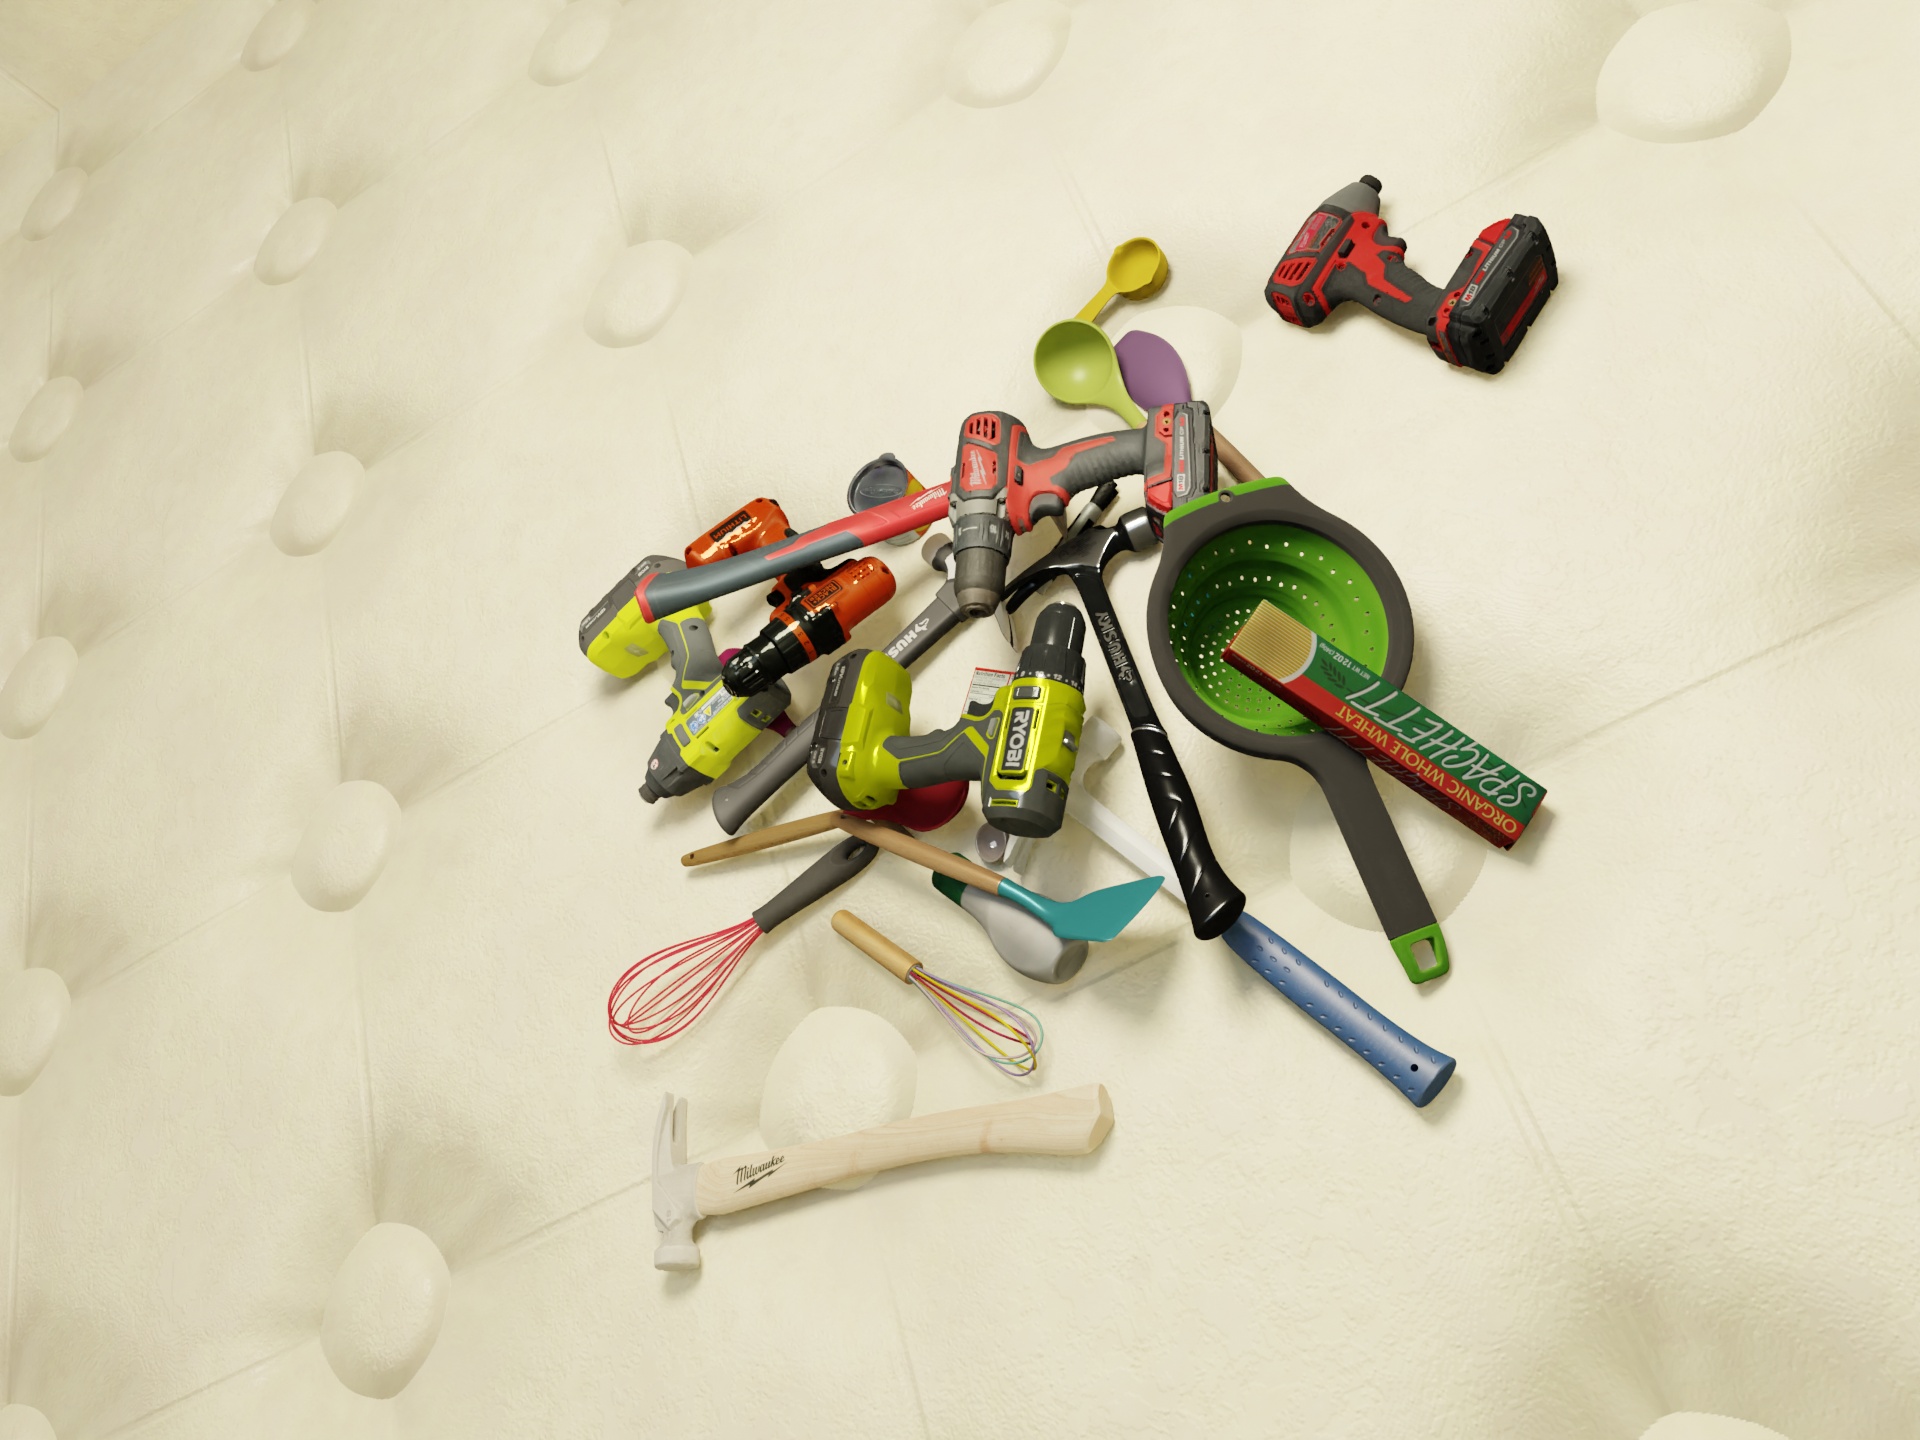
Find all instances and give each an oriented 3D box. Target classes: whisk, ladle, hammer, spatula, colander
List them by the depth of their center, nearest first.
[{"bbox_3d":[0.267,0.014,1.217,0.204,0.094,0.397,-19,76,-9],"label":"colander"},{"bbox_3d":[0.197,0.155,1.219,0.406,0.035,0.144,38,89,35],"label":"hammer"},{"bbox_3d":[0.141,-0.002,1.280,0.149,0.036,0.409,-23,51,10],"label":"hammer"},{"bbox_3d":[0.013,0.116,1.283,0.318,0.044,0.082,18,44,34],"label":"spatula"},{"bbox_3d":[-0.074,0.338,1.284,0.410,0.038,0.146,-17,60,21],"label":"hammer"},{"bbox_3d":[-0.023,0.215,1.308,0.245,0.047,0.051,29,85,38],"label":"whisk"},{"bbox_3d":[0.222,-0.250,1.400,0.059,0.018,0.316,-45,54,15],"label":"spatula"},{"bbox_3d":[-0.193,0.190,1.407,0.296,0.073,0.073,-36,56,3],"label":"whisk"},{"bbox_3d":[0.167,-0.245,1.407,0.078,0.062,0.320,-55,53,30],"label":"ladle"},{"bbox_3d":[-0.122,0.092,1.408,0.315,0.031,0.069,-16,60,27],"label":"ladle"},{"bbox_3d":[-0.097,-0.154,1.413,0.386,0.038,0.143,-21,53,-8],"label":"hammer"},{"bbox_3d":[-0.094,-0.018,1.441,0.335,0.035,0.146,-43,54,-1],"label":"hammer"}]

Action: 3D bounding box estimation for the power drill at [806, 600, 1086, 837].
[{"bbox_3d":[-0.002,-0.004,1.306,0.228,0.080,0.191,0,67,33],"label":"power drill"}]

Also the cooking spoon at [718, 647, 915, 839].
[{"bbox_3d":[-0.142,0.026,1.474,0.069,0.017,0.319,-52,54,2],"label":"cooking spoon"}]

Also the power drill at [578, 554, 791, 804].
[{"bbox_3d":[-0.276,-0.039,1.531,0.171,0.080,0.223,-42,54,9],"label":"power drill"}]

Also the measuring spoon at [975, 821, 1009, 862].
[{"bbox_3d":[0.047,0.062,1.335,0.034,0.018,0.124,30,103,40],"label":"measuring spoon"}]

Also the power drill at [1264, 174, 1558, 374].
[{"bbox_3d":[0.379,-0.384,1.344,0.220,0.078,0.143,29,84,38],"label":"power drill"}]

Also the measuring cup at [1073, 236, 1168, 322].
[{"bbox_3d":[0.136,-0.390,1.514,0.156,0.029,0.062,-46,54,17],"label":"measuring cup"}]

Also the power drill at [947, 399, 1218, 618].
[{"bbox_3d":[0.098,-0.177,1.332,0.227,0.080,0.188,-2,66,15],"label":"power drill"}]

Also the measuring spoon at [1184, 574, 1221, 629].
[{"bbox_3d":[0.200,-0.122,1.359,0.042,0.021,0.129,-33,46,26],"label":"measuring spoon"}]
